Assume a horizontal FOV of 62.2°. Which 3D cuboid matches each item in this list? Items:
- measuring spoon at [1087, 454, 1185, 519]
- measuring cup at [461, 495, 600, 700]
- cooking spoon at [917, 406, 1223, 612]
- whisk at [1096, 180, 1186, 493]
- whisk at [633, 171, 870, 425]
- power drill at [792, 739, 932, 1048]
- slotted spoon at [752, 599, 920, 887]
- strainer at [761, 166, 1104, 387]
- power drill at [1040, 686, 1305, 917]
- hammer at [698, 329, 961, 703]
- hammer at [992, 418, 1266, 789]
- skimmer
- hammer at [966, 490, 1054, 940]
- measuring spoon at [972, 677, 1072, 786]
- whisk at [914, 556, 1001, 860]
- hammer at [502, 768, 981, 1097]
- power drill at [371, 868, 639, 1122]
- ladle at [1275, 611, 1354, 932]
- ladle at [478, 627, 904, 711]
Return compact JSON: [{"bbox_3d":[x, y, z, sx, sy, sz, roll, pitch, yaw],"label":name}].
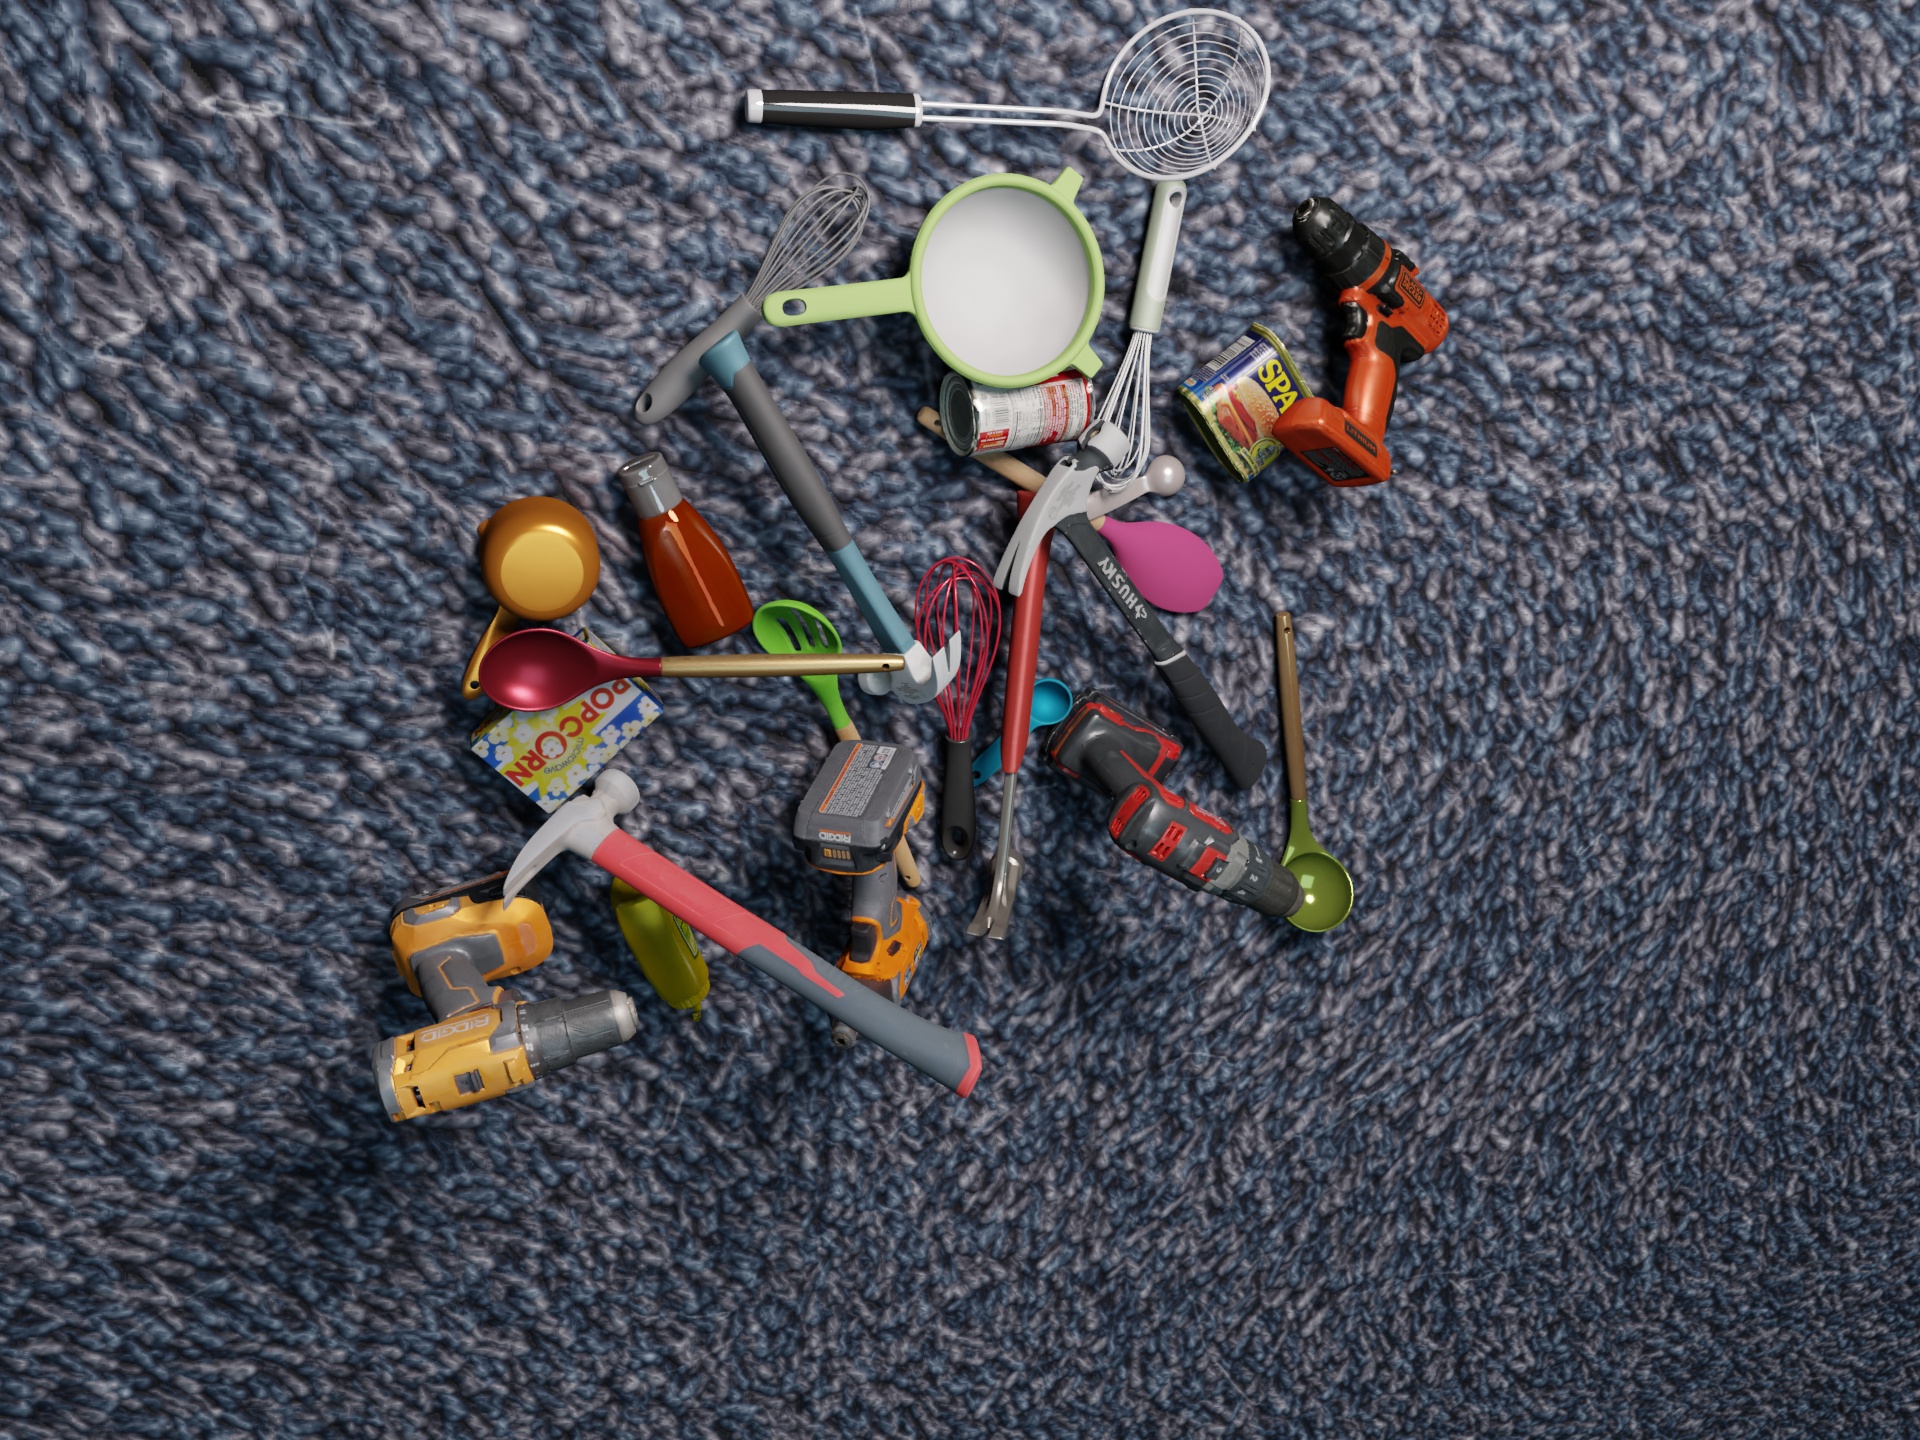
[{"bbox_3d":[0.134,-0.184,1.301,0.124,0.018,0.034,-24,109,-18],"label":"measuring spoon"},{"bbox_3d":[-0.332,-0.081,1.188,0.095,0.052,0.173,24,103,-26],"label":"measuring cup"},{"bbox_3d":[0.095,-0.174,1.306,0.318,0.017,0.068,27,100,-27],"label":"cooking spoon"},{"bbox_3d":[0.142,-0.299,1.248,0.057,0.059,0.246,-1,110,-31],"label":"whisk"},{"bbox_3d":[-0.154,-0.302,1.151,0.239,0.055,0.055,-43,120,10],"label":"whisk"},{"bbox_3d":[-0.079,0.149,1.304,0.084,0.164,0.226,6,125,15],"label":"power drill"},{"bbox_3d":[-0.092,0.023,1.330,0.070,0.031,0.313,-6,126,24],"label":"slotted spoon"},{"bbox_3d":[-0.024,-0.313,1.166,0.256,0.069,0.151,-11,103,-15],"label":"strainer"},{"bbox_3d":[0.178,0.075,1.329,0.187,0.227,0.080,29,103,-27],"label":"power drill"},{"bbox_3d":[-0.100,-0.144,1.197,0.033,0.128,0.330,-47,123,-27],"label":"hammer"},{"bbox_3d":[0.164,-0.060,1.323,0.149,0.036,0.408,-51,133,-10],"label":"hammer"},{"bbox_3d":[0.034,-0.443,1.119,0.363,0.090,0.127,-3,81,-14],"label":"skimmer"},{"bbox_3d":[0.045,-0.006,1.298,0.037,0.149,0.359,7,107,7],"label":"hammer"},{"bbox_3d":[0.046,0.010,1.381,0.042,0.021,0.128,39,107,-16],"label":"measuring spoon"},{"bbox_3d":[-0.002,-0.004,1.334,0.073,0.073,0.295,-9,123,-14],"label":"whisk"},{"bbox_3d":[-0.160,0.182,1.210,0.386,0.143,0.038,31,139,10],"label":"hammer"},{"bbox_3d":[-0.348,0.202,1.216,0.185,0.226,0.084,-15,118,-11],"label":"power drill"},{"bbox_3d":[0.315,0.052,1.464,0.078,0.062,0.320,-16,115,-11],"label":"ladle"},{"bbox_3d":[-0.199,-0.041,1.199,0.315,0.031,0.069,-1,120,-7],"label":"ladle"}]
